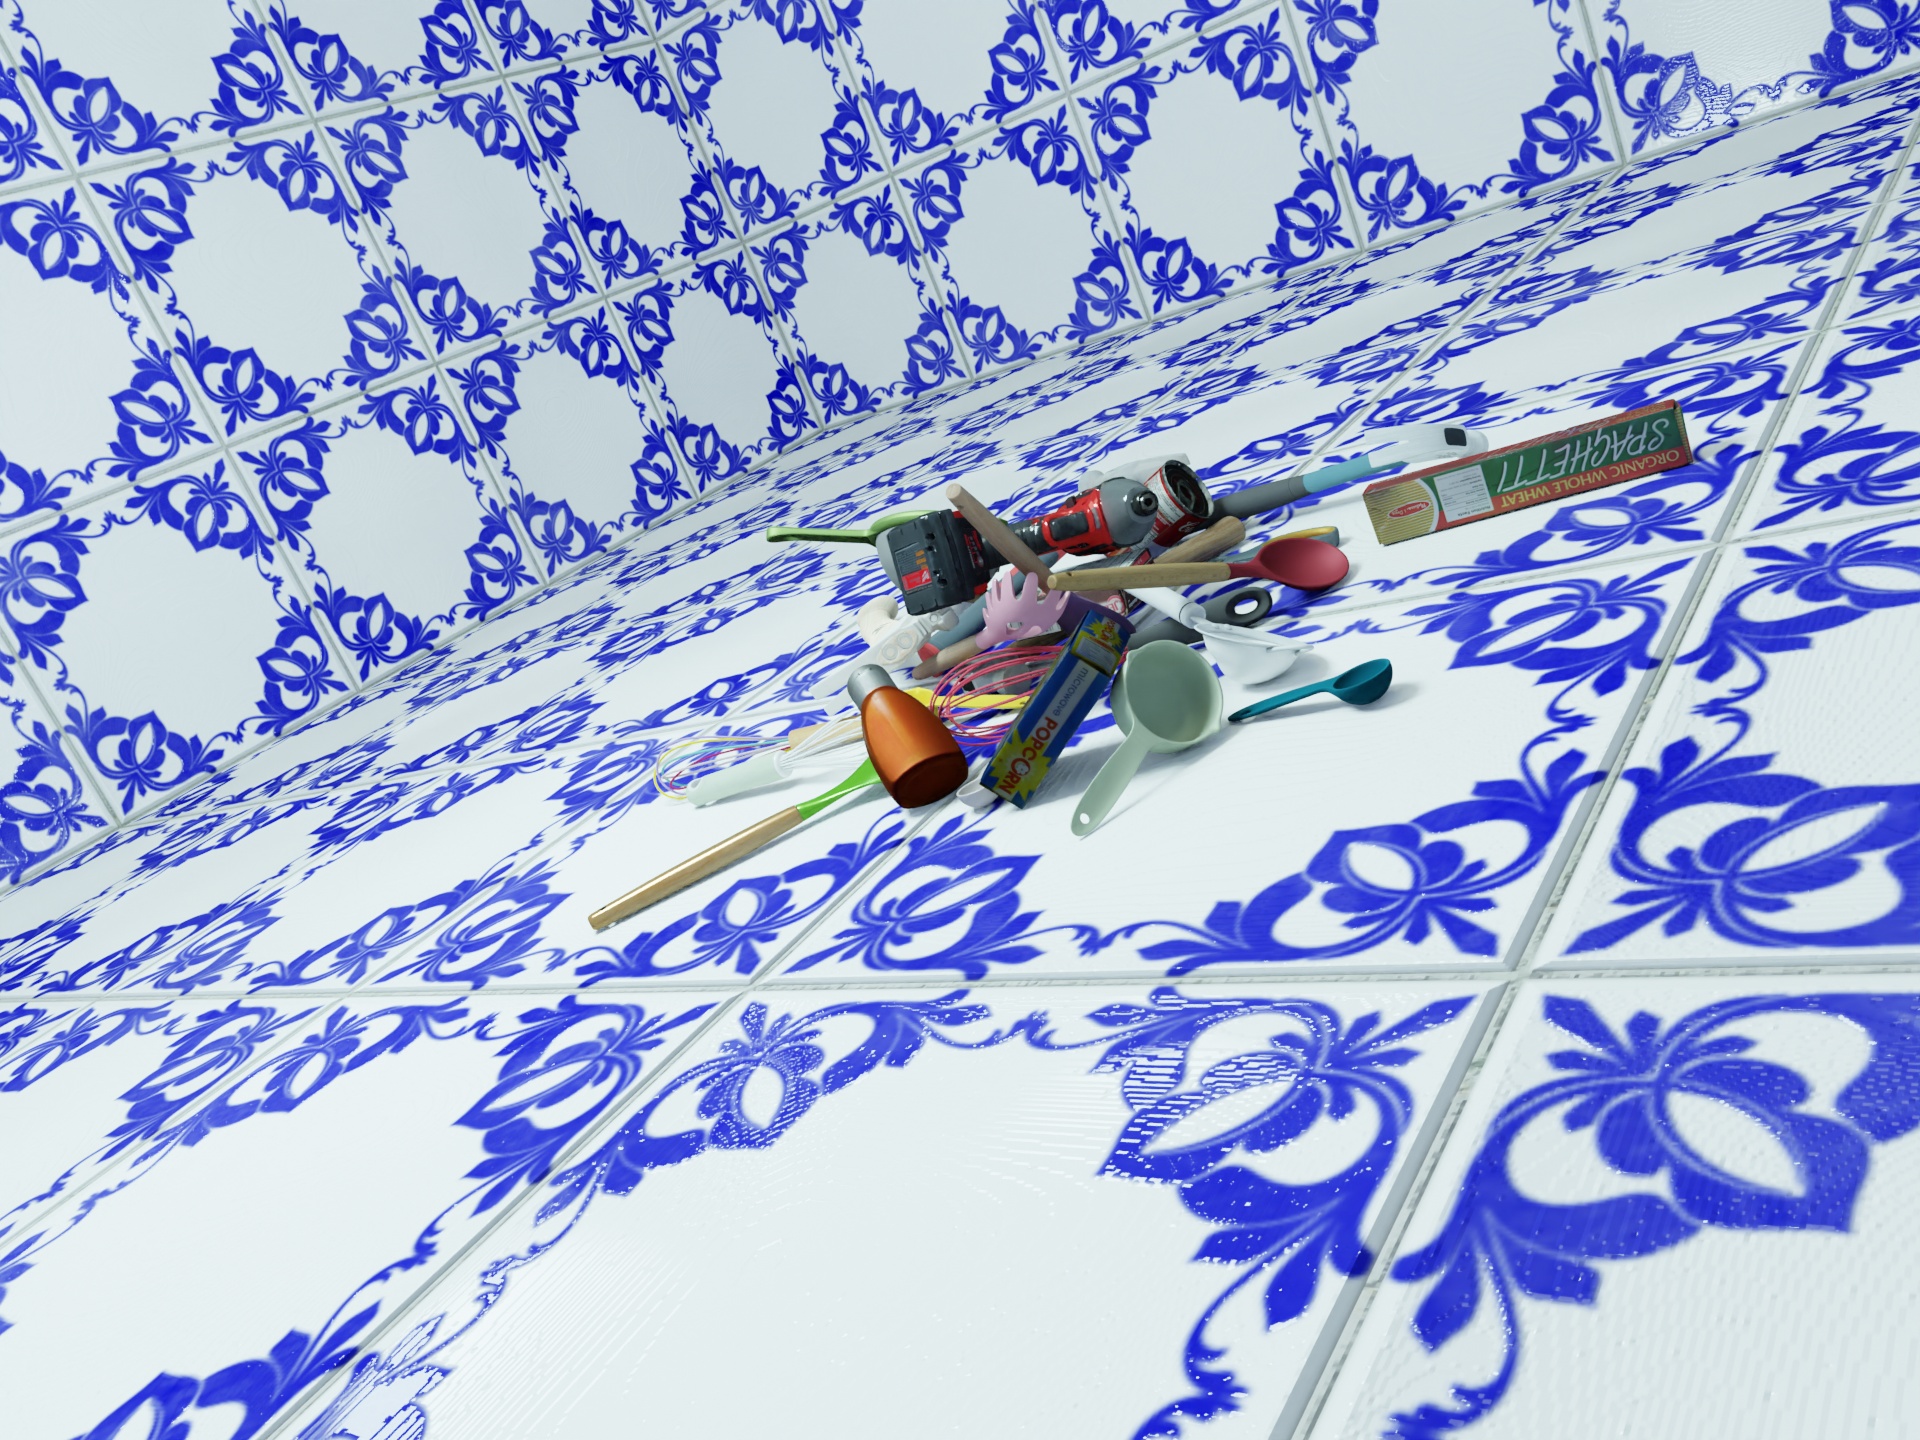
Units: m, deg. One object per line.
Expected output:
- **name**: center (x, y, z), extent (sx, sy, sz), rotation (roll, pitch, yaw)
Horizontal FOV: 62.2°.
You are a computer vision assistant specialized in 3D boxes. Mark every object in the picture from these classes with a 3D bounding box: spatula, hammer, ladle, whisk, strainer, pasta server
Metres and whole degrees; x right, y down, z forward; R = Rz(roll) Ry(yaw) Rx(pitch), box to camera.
- **spatula**: center (0.066, -0.112, 1.241), extent (0.060, 0.018, 0.315), rotation (-6, -21, 26)
- **hammer**: center (-0.088, -0.084, 1.600), extent (0.146, 0.038, 0.411), rotation (-37, 10, 0)
- **hammer**: center (0.134, -0.109, 1.470), extent (0.331, 0.031, 0.130), rotation (-31, 19, -24)
- **ladle**: center (0.188, -0.114, 1.234), extent (0.315, 0.031, 0.069), rotation (-7, 38, -38)
- **whisk**: center (-0.171, 0.029, 1.448), extent (0.245, 0.051, 0.047), rotation (-14, 40, 17)
- **hammer**: center (0.091, -0.162, 1.604), extent (0.143, 0.038, 0.386), rotation (-4, 31, 45)
- **whisk**: center (-0.146, 0.036, 1.375), extent (0.246, 0.059, 0.058), rotation (-18, 32, 33)
- **whisk**: center (0.114, -0.050, 1.275), extent (0.296, 0.073, 0.073), rotation (-20, 16, -6)
- **strainer**: center (-0.075, -0.165, 1.655), extent (0.256, 0.069, 0.151), rotation (2, -13, -2)
- **pasta server**: center (0.012, -0.071, 1.348), extent (0.060, 0.040, 0.316), rotation (14, -11, -17)
- **strainer**: center (0.182, -0.075, 1.212), extent (0.086, 0.050, 0.259), rotation (4, 20, -28)
- **hammer**: center (0.323, -0.223, 1.521), extent (0.331, 0.033, 0.128), rotation (-14, -7, 41)

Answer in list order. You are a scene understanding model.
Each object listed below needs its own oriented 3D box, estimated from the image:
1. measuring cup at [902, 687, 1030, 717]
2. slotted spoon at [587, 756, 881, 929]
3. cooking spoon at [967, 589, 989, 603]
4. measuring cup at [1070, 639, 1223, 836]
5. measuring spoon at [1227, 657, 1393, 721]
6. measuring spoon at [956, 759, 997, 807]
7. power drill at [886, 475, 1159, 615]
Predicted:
- **measuring cup**: center (-0.002, -0.004, 1.357), extent (0.156, 0.029, 0.062), rotation (-1, 26, 26)
- **slotted spoon**: center (-0.150, 0.086, 1.259), extent (0.314, 0.031, 0.070), rotation (-28, 18, -10)
- **cooking spoon**: center (0.045, -0.125, 1.656), extent (0.069, 0.017, 0.319), rotation (-29, 19, -19)
- **measuring cup**: center (0.115, 0.018, 1.078), extent (0.168, 0.083, 0.038), rotation (-52, 4, -26)
- **measuring spoon**: center (0.237, -0.011, 1.075), extent (0.128, 0.021, 0.042), rotation (-20, 14, 42)
- **measuring spoon**: center (0.029, 0.040, 1.191), extent (0.034, 0.018, 0.124), rotation (-20, 10, 23)
- **power drill**: center (0.060, -0.156, 1.356), extent (0.219, 0.078, 0.143), rotation (-17, 4, -20)
